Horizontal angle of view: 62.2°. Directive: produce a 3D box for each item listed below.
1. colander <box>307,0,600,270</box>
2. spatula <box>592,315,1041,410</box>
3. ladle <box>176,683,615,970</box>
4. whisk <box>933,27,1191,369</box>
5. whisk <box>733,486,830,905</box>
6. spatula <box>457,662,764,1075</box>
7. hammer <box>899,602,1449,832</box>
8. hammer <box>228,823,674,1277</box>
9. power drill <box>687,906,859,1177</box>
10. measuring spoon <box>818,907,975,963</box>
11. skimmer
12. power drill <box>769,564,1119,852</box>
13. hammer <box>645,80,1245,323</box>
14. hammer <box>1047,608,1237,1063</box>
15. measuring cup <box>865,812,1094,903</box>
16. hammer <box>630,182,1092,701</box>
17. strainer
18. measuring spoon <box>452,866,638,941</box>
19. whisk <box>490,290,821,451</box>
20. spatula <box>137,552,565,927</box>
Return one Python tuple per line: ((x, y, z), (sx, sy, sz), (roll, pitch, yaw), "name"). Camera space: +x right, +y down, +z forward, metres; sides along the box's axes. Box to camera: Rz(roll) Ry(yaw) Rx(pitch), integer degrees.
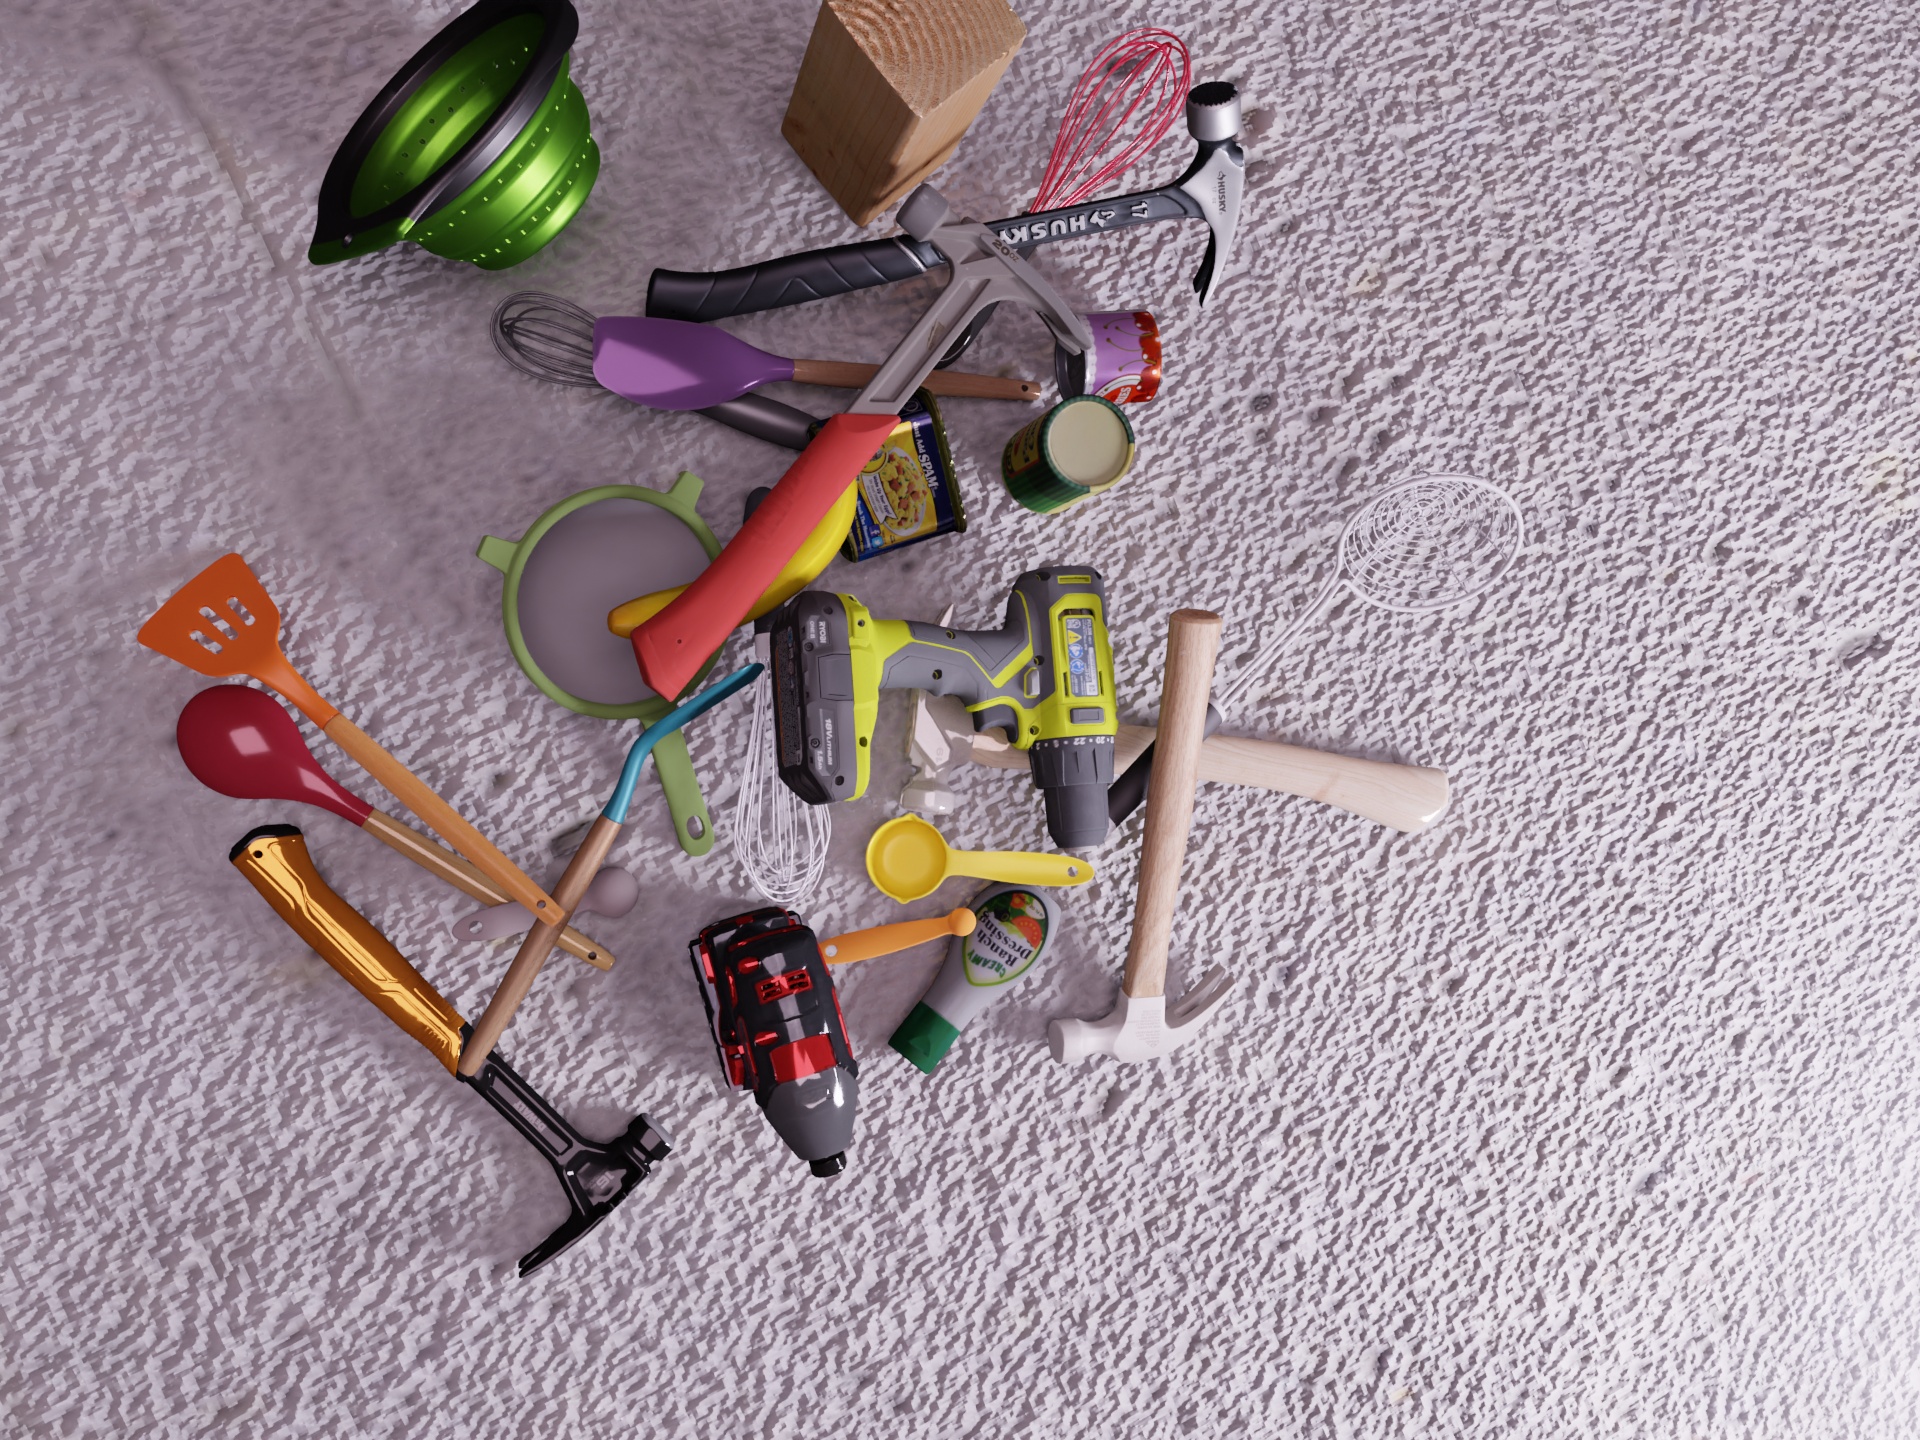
((-0.268, -0.423, 1.024), (0.094, 0.204, 0.397), (43, 60, -43), "colander")
((-0.090, -0.233, 1.078), (0.315, 0.018, 0.060), (-1, 89, -23), "spatula")
((-0.360, 0.078, 1.027), (0.315, 0.031, 0.069), (34, 88, -12), "ladle")
((0.064, -0.368, 1.125), (0.073, 0.073, 0.296), (37, 88, -10), "whisk")
((-0.124, -0.018, 1.071), (0.070, 0.070, 0.285), (-2, 85, -14), "whisk")
((-0.224, 0.090, 1.004), (0.044, 0.082, 0.317), (30, 89, -1), "spatula")
((0.164, 0.016, 1.149), (0.410, 0.038, 0.146), (8, 86, -14), "hammer")
((-0.342, 0.201, 1.020), (0.127, 0.034, 0.336), (-43, 100, -12), "hammer")
((-0.111, 0.191, 0.984), (0.078, 0.220, 0.143), (-16, 92, -13), "power drill")
((-0.047, 0.148, 1.090), (0.117, 0.011, 0.021), (-13, 68, 4), "measuring spoon")
((0.238, -0.038, 1.107), (0.363, 0.090, 0.127), (-43, 132, -11), "skimmer")
((-0.002, -0.003, 1.044), (0.228, 0.080, 0.190), (-2, 85, -21), "power drill")
((-0.013, -0.312, 1.061), (0.409, 0.149, 0.036), (-11, 47, 2), "hammer")
((0.141, 0.085, 1.087), (0.130, 0.031, 0.331), (-1, 111, -19), "hammer")
((0.013, 0.100, 1.095), (0.156, 0.029, 0.062), (5, 83, 2), "measuring cup")
((-0.074, -0.155, 0.996), (0.149, 0.037, 0.359), (40, 81, -16), "hammer")
((-0.216, -0.031, 1.053), (0.151, 0.069, 0.256), (-24, 112, -24), "strainer")
((-0.268, 0.122, 1.035), (0.124, 0.018, 0.034), (-13, 82, -29), "measuring spoon")
((-0.195, -0.228, 1.065), (0.238, 0.055, 0.055), (18, 85, -17), "whisk")
((-0.369, 0.019, 0.987), (0.322, 0.041, 0.081), (41, 72, 1), "spatula")
